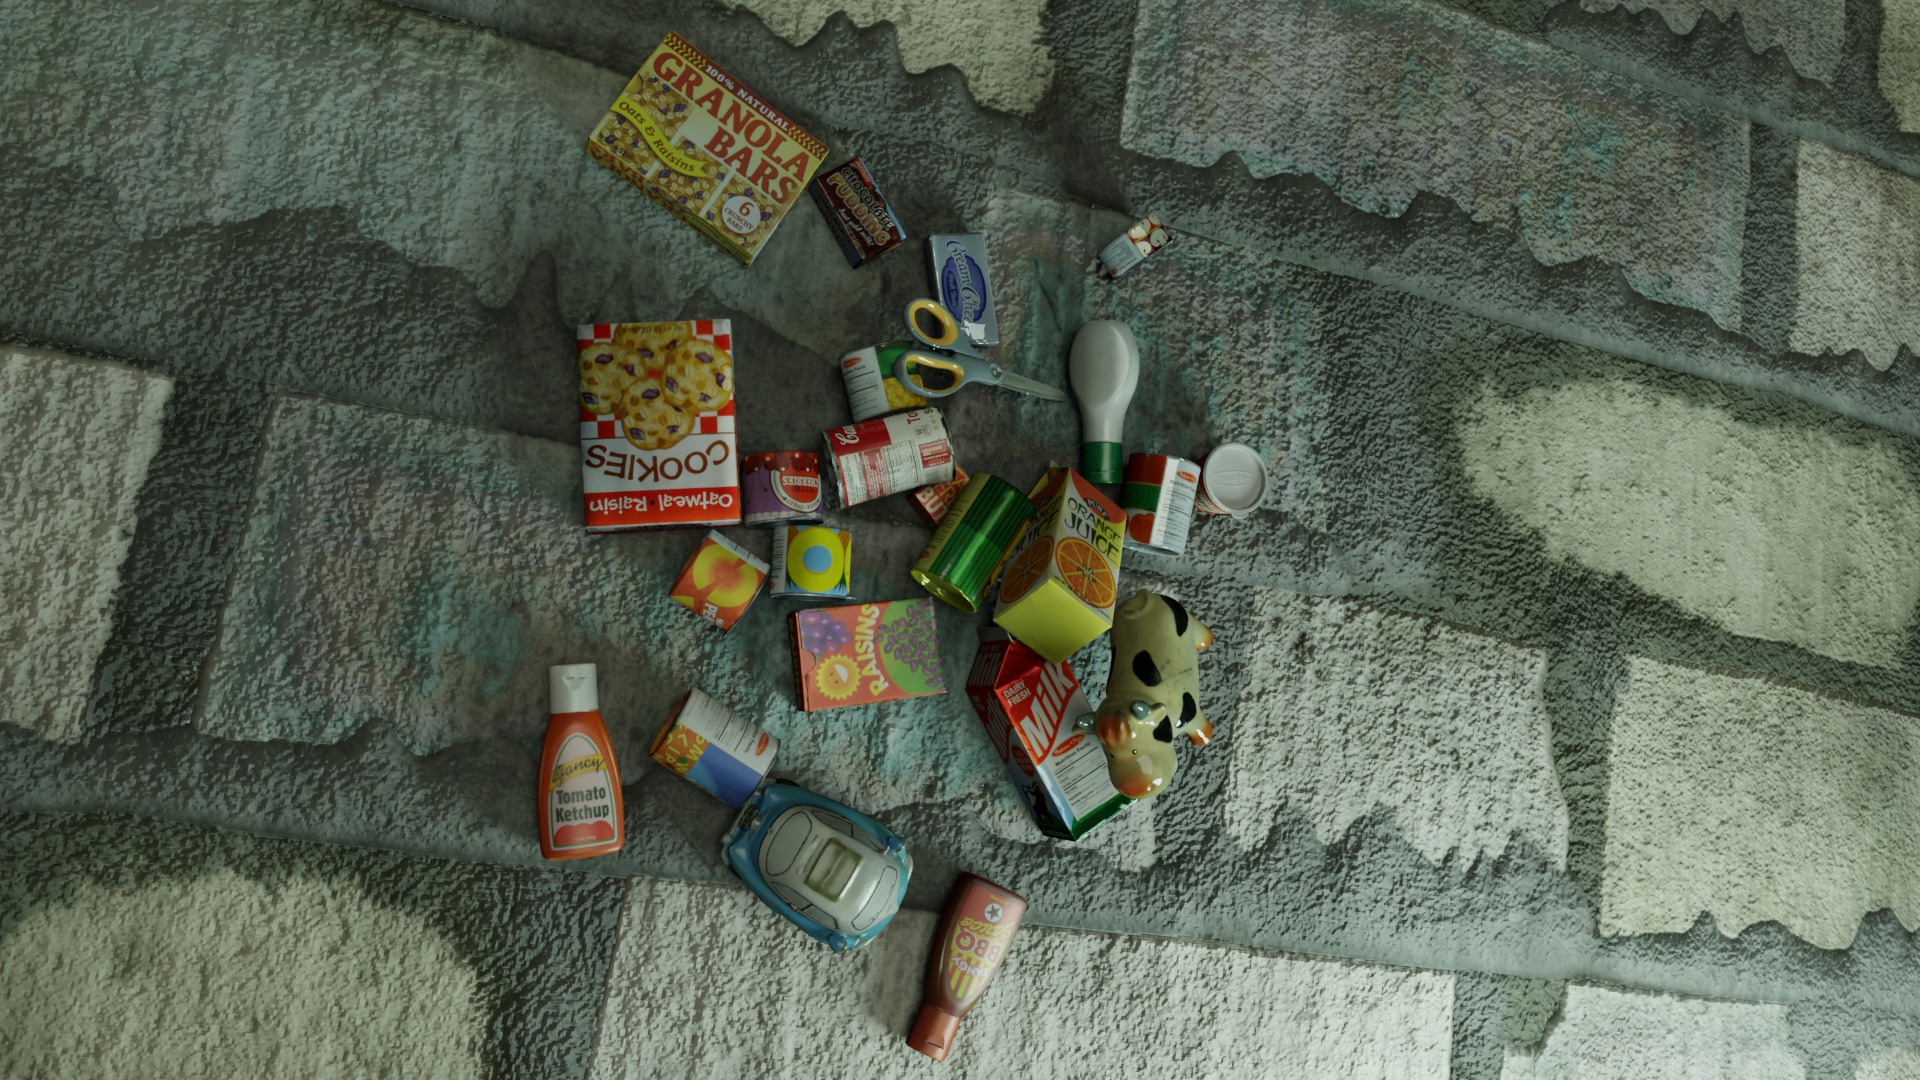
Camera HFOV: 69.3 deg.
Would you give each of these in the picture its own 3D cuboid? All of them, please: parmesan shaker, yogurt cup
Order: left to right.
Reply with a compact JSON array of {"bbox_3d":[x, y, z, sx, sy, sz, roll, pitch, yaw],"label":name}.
[{"bbox_3d":[0.013,0.001,1.177,0.071,0.071,0.103,36,75,-12],"label":"parmesan shaker"},{"bbox_3d":[0.246,-0.055,1.303,0.072,0.054,0.072,2,83,-19],"label":"yogurt cup"}]

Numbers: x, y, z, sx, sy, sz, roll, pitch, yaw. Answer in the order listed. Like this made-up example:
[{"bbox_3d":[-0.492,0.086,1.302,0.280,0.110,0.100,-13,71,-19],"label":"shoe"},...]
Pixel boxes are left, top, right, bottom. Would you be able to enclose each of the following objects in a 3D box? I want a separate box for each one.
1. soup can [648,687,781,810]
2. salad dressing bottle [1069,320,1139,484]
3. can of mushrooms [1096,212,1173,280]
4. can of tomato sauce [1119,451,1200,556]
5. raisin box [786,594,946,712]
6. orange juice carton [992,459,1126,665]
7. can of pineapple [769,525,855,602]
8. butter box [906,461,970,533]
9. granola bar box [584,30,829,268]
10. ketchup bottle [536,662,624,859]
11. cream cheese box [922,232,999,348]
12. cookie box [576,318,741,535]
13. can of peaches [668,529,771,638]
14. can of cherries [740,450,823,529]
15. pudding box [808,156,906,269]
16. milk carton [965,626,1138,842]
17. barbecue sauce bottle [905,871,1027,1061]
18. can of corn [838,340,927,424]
[{"bbox_3d":[-0.198,0.168,1.113,0.084,0.071,0.071,34,74,-12],"label":"soup can"},{"bbox_3d":[0.131,-0.125,1.272,0.044,0.064,0.147,2,89,-64],"label":"salad dressing bottle"},{"bbox_3d":[0.164,-0.275,1.296,0.071,0.071,0.033,-37,96,-19],"label":"can of mushrooms"},{"bbox_3d":[0.178,-0.032,1.269,0.071,0.071,0.083,14,83,-17],"label":"can of tomato sauce"},{"bbox_3d":[-0.080,0.096,1.176,0.123,0.040,0.086,-5,86,-19],"label":"raisin box"},{"bbox_3d":[0.091,0.008,1.202,0.072,0.072,0.194,37,38,-18],"label":"orange juice carton"},{"bbox_3d":[-0.123,0.020,1.156,0.071,0.071,0.058,4,82,-19],"label":"can of pineapple"},{"bbox_3d":[0.004,-0.015,1.228,0.053,0.024,0.103,-41,98,-20],"label":"butter box"},{"bbox_3d":[-0.214,-0.332,1.182,0.165,0.039,0.124,35,73,-13],"label":"granola bar box"},{"bbox_3d":[-0.300,0.171,1.087,0.065,0.043,0.149,-3,84,-20],"label":"ketchup bottle"},{"bbox_3d":[0.000,-0.225,1.252,0.053,0.024,0.104,-6,85,-21],"label":"cream cheese box"},{"bbox_3d":[-0.244,-0.092,1.130,0.123,0.040,0.167,-3,84,-7],"label":"cookie box"},{"bbox_3d":[-0.197,0.034,1.127,0.058,0.071,0.071,35,74,-12],"label":"can of peaches"},{"bbox_3d":[-0.146,-0.042,1.153,0.071,0.071,0.058,-2,84,-20],"label":"can of cherries"},{"bbox_3d":[-0.091,-0.289,1.225,0.050,0.030,0.083,-31,94,-21],"label":"pudding box"},{"bbox_3d":[0.069,0.158,1.205,0.074,0.072,0.190,-29,94,-21],"label":"milk carton"},{"bbox_3d":[0.000,0.359,1.170,0.065,0.043,0.149,29,75,-15],"label":"barbecue sauce bottle"},{"bbox_3d":[-0.064,-0.136,1.197,0.071,0.071,0.058,-13,89,-20],"label":"can of corn"}]
